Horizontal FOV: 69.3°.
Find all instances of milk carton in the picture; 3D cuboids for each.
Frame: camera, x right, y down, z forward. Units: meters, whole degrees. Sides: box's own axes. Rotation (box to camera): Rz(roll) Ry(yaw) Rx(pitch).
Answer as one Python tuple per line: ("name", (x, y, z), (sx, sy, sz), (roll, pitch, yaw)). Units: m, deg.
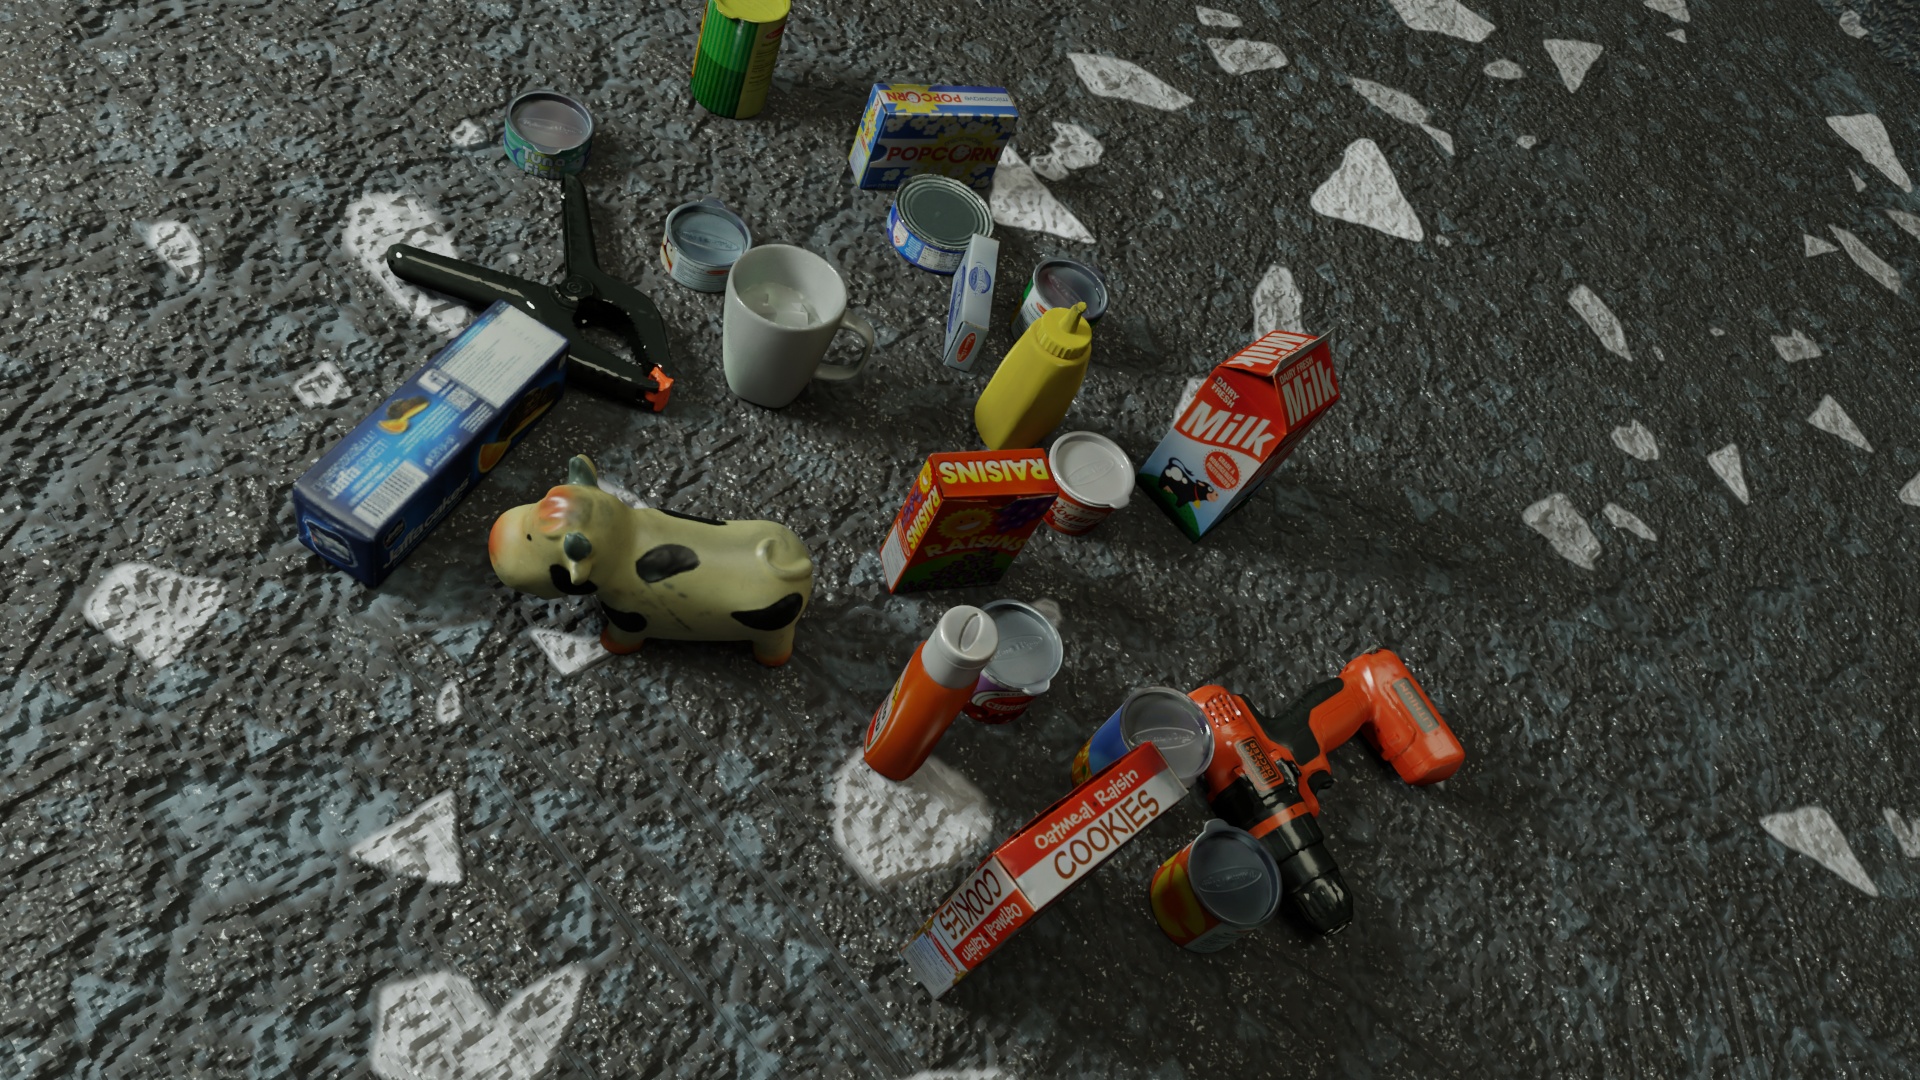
("milk carton", (0.212, -0.087, 1.038), (0.073, 0.189, 0.073), (-32, 74, -35))

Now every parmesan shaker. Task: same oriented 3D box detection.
("parmesan shaker", (-0.186, -0.409, 1.150), (0.071, 0.102, 0.071), (11, 55, -15))

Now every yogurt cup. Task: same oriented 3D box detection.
("yogurt cup", (0.090, -0.040, 1.043), (0.072, 0.053, 0.073), (11, 54, -15))

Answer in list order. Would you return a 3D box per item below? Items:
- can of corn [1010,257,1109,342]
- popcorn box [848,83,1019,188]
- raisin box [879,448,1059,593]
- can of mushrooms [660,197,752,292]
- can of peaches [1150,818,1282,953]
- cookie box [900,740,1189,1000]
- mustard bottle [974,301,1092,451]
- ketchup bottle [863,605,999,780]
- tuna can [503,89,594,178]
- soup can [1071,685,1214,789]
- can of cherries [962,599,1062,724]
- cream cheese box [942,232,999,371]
("can of corn", (0.082, -0.189, 1.138), (0.071, 0.058, 0.071), (11, 54, -15))
("popcorn box", (-0.023, -0.343, 1.183), (0.127, 0.084, 0.038), (-8, 61, -26))
("raisin box", (0.003, -0.012, 0.944), (0.086, 0.122, 0.040), (-3, 59, -24))
("can of mushrooms", (-0.195, -0.227, 1.067), (0.071, 0.033, 0.071), (11, 54, -15))
("can of peaches", (0.162, 0.222, 0.891), (0.071, 0.057, 0.071), (11, 54, -15))
("cookie box", (0.044, 0.190, 0.796), (0.123, 0.166, 0.040), (-29, 72, -34))
("mustard bottle", (0.061, -0.126, 1.022), (0.065, 0.159, 0.049), (-20, 67, -32))
("ketchup bottle", (-0.017, 0.091, 0.850), (0.043, 0.148, 0.065), (27, 52, -3))
("tuna can", (-0.319, -0.312, 1.075), (0.071, 0.032, 0.071), (11, 54, -15))
("soup can", (0.119, 0.145, 0.909), (0.071, 0.083, 0.072), (11, 54, -15))
("can of cherries", (0.028, 0.084, 0.930), (0.071, 0.058, 0.072), (11, 54, -15))
("cream cheese box", (0.008, -0.191, 1.113), (0.024, 0.053, 0.104), (16, 53, -12))
